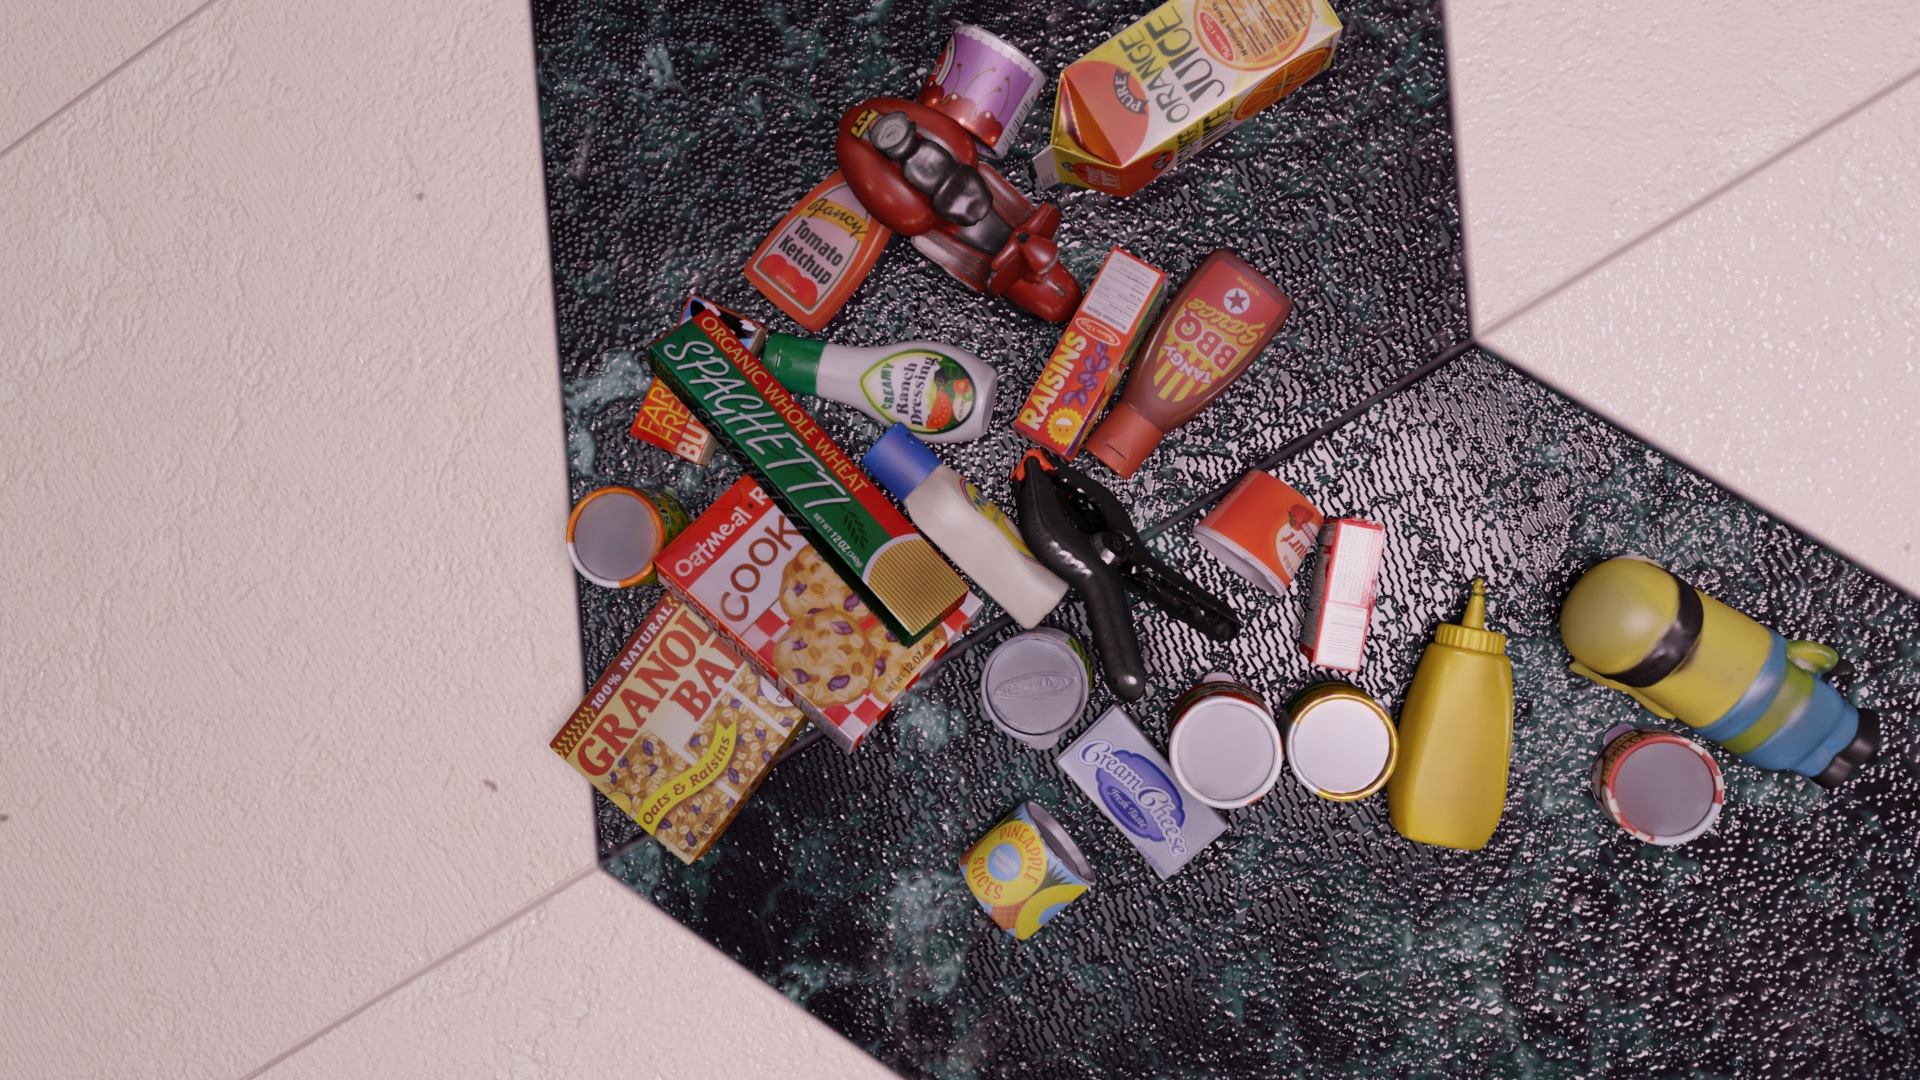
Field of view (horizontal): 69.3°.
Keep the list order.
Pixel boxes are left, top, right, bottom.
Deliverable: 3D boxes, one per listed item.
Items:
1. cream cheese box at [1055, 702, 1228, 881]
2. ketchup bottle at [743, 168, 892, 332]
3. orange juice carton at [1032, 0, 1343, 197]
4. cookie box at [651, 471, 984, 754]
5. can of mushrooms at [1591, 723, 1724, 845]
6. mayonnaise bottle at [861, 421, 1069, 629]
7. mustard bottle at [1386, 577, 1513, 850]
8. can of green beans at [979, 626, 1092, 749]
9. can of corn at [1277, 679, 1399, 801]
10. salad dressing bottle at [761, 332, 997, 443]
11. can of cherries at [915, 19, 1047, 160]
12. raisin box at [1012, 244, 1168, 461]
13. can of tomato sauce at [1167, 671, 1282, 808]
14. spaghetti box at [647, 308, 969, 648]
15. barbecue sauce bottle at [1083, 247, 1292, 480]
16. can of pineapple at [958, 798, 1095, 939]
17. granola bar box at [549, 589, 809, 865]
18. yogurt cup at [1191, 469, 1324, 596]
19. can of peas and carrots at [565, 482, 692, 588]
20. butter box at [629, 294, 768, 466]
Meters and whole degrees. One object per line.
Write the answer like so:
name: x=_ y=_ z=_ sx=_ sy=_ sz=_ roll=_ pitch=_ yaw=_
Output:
cream cheese box: x=0.114 y=0.158 z=0.875 sx=0.053 sy=0.024 sz=0.104 roll=-43 pitch=84 yaw=6
ketchup bottle: x=-0.070 y=-0.209 z=0.894 sx=0.065 sy=0.043 sz=0.148 roll=41 pitch=95 yaw=3
orange juice carton: x=0.128 y=-0.277 z=0.850 sx=0.192 sy=0.072 sz=0.073 roll=-32 pitch=85 yaw=7
cookie box: x=-0.089 y=0.031 z=0.873 sx=0.167 sy=0.040 sz=0.123 roll=41 pitch=68 yaw=7
can of mushrooms: x=0.413 y=0.144 z=0.826 sx=0.071 sy=0.033 sz=0.071 roll=0 pitch=91 yaw=9
mayonnaise bottle: x=0.003 y=-0.011 z=0.864 sx=0.148 sy=0.065 sz=0.041 roll=44 pitch=106 yaw=-2
mustard bottle: x=0.300 y=0.102 z=0.835 sx=0.065 sy=0.049 sz=0.160 roll=11 pitch=91 yaw=-2
can of green beans: x=0.048 y=0.088 z=0.868 sx=0.071 sy=0.058 sz=0.071 roll=0 pitch=90 yaw=8
can of corn: x=0.230 y=0.119 z=0.840 sx=0.071 sy=0.058 sz=0.071 roll=0 pitch=90 yaw=9
salad dressing bottle: x=-0.052 y=-0.102 z=0.890 sx=0.148 sy=0.044 sz=0.064 roll=12 pitch=99 yaw=9
can of cherries: x=0.010 y=-0.282 z=0.870 sx=0.071 sy=0.071 sz=0.058 roll=31 pitch=96 yaw=7
raisin box: x=0.080 y=-0.111 z=0.850 sx=0.040 sy=0.086 sz=0.123 roll=30 pitch=94 yaw=6
can of tomato sauce: x=0.159 y=0.120 z=0.838 sx=0.071 sy=0.083 sz=0.071 roll=0 pitch=91 yaw=9
spaghetti box: x=-0.097 y=-0.041 z=0.861 sx=0.050 sy=0.028 sz=0.250 roll=-39 pitch=81 yaw=-24
barbecue sauce bottle: x=0.136 y=-0.106 z=0.863 sx=0.065 sy=0.044 sz=0.148 roll=39 pitch=96 yaw=0
can of pineapple: x=0.040 y=0.204 z=0.863 sx=0.058 sy=0.071 sz=0.071 roll=-42 pitch=84 yaw=7
granola bar box: x=-0.170 y=0.108 z=0.910 sx=0.124 sy=0.039 sz=0.165 roll=38 pitch=95 yaw=7
yogurt cup: x=0.184 y=-0.006 z=0.846 sx=0.072 sy=0.072 sz=0.054 roll=37 pitch=87 yaw=7
can of peas and carrots: x=-0.214 y=-0.005 z=0.907 sx=0.071 sy=0.059 sz=0.071 roll=0 pitch=90 yaw=8
butter box: x=-0.173 y=-0.105 z=0.918 sx=0.053 sy=0.024 sz=0.103 roll=25 pitch=94 yaw=7
